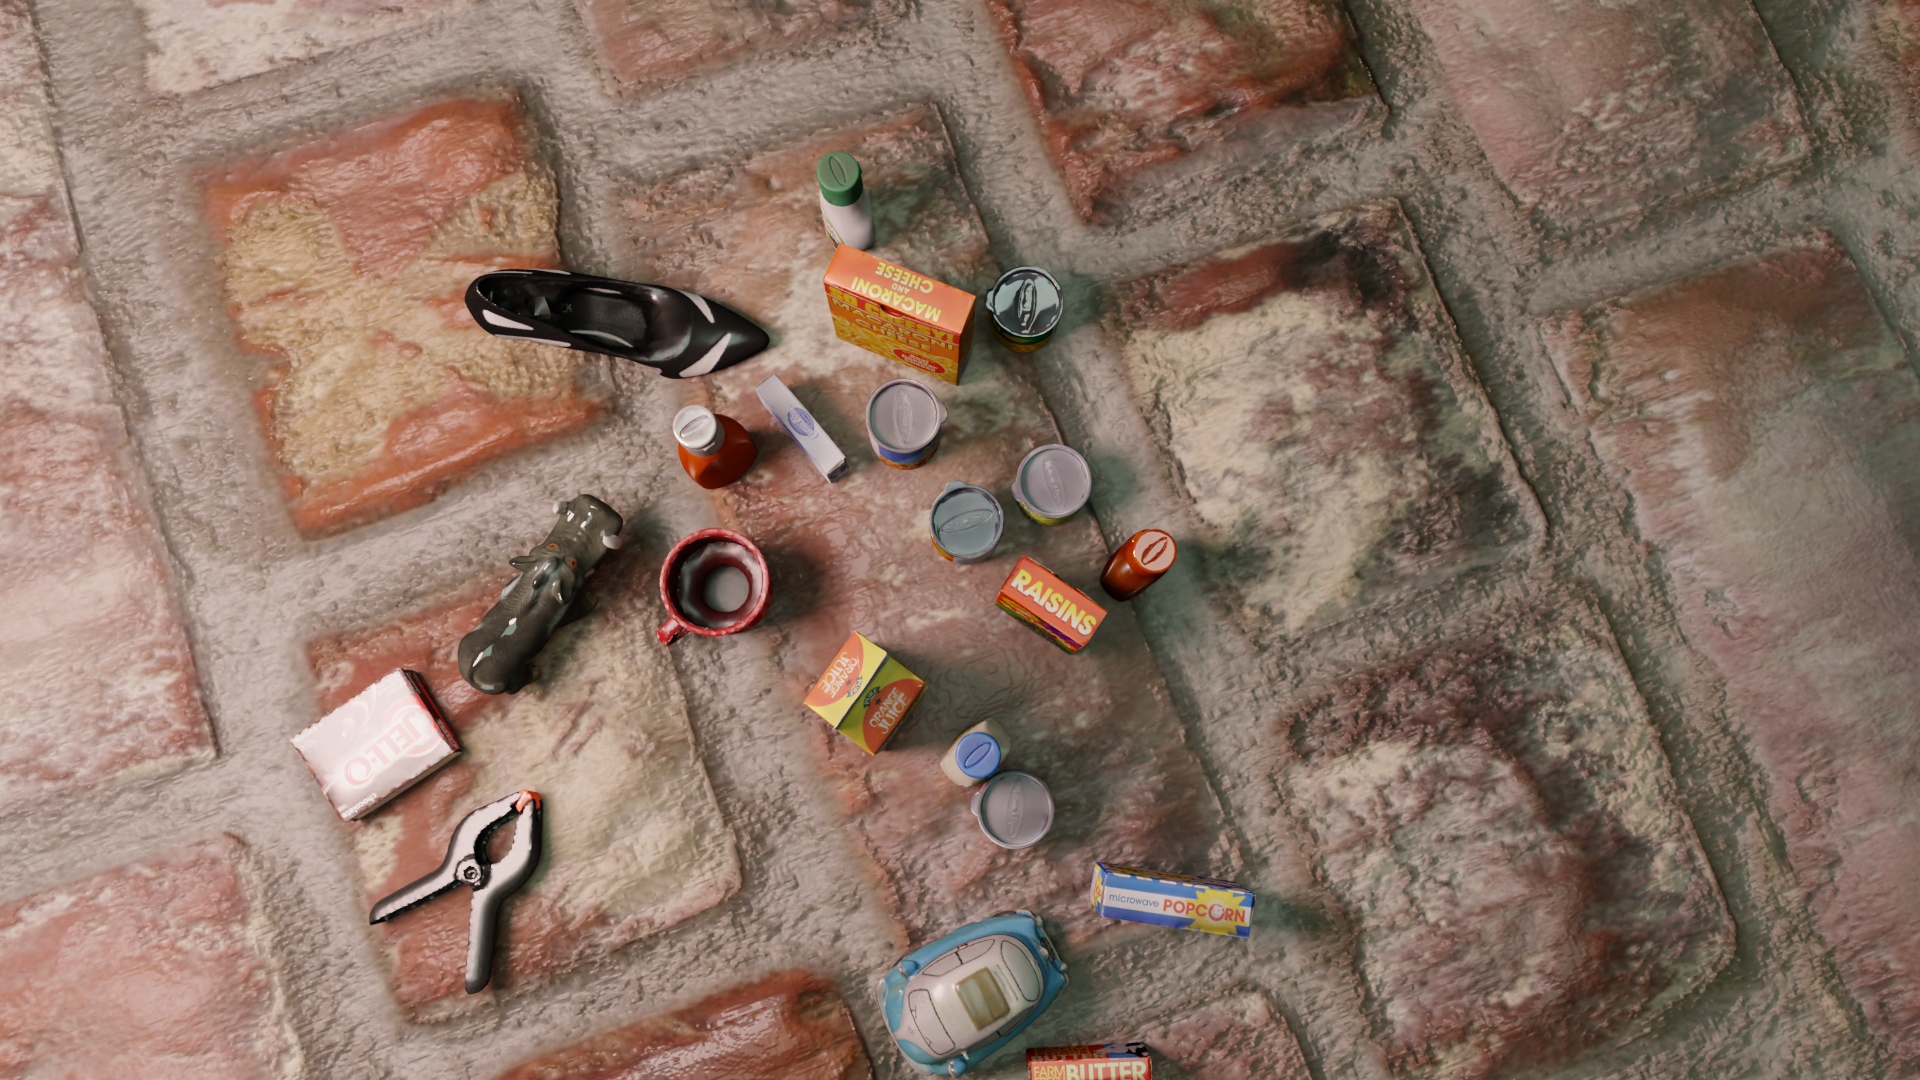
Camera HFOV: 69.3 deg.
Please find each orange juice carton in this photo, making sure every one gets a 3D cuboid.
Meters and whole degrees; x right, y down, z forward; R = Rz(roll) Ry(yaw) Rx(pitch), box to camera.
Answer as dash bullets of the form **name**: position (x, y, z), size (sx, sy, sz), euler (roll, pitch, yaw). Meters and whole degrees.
- **orange juice carton**: position (-0.077, 0.127, 1.149), size (0.073, 0.192, 0.072), euler (36, 83, 4)

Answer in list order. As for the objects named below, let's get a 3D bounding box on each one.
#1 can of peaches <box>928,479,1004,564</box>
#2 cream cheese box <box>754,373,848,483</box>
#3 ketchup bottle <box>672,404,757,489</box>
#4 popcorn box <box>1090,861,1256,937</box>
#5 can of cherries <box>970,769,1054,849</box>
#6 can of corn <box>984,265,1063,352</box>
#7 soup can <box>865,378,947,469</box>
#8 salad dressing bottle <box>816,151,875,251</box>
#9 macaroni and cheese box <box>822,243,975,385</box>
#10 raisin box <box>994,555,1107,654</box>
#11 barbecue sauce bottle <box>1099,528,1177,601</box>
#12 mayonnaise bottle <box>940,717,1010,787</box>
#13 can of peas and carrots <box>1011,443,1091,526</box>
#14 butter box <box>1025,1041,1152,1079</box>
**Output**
- **can of peaches**: position (0.004, -0.016, 1.238), size (0.071, 0.058, 0.071), euler (0, 82, -1)
- **cream cheese box**: position (-0.142, -0.100, 1.251), size (0.024, 0.053, 0.104), euler (-40, 84, -5)
- **ketchup bottle**: position (-0.215, -0.082, 1.200), size (0.065, 0.148, 0.043), euler (-36, 84, -5)
- **popcorn box**: position (0.178, 0.304, 1.180), size (0.127, 0.085, 0.038), euler (8, 82, 0)
- **can of cherries**: position (0.044, 0.230, 1.203), size (0.071, 0.058, 0.071), euler (0, 82, -1)
- **can of corn**: position (0.056, -0.210, 1.267), size (0.071, 0.058, 0.071), euler (0, 82, -1)
- **soup can**: position (-0.047, -0.102, 1.237), size (0.071, 0.083, 0.071), euler (0, 82, -1)
- **salad dressing bottle**: position (-0.103, -0.300, 1.233), size (0.044, 0.147, 0.064), euler (-23, 83, -4)
- **macaroni and cheese box**: position (-0.051, -0.192, 1.209), size (0.124, 0.166, 0.040), euler (22, 83, 2)
- **raisin box**: position (0.076, 0.057, 1.196), size (0.086, 0.123, 0.040), euler (35, 83, 4)
- **barbecue sauce bottle**: position (0.156, 0.017, 1.190), size (0.044, 0.148, 0.065), euler (45, 84, 5)
- **mayonnaise bottle**: position (0.013, 0.178, 1.165), size (0.065, 0.148, 0.041), euler (-42, 85, -6)
- **can of peas and carrots**: position (0.080, -0.048, 1.244), size (0.071, 0.058, 0.071), euler (0, 82, -1)
- **butter box**: position (0.108, 0.444, 1.175), size (0.103, 0.053, 0.024), euler (-3, 82, -1)
